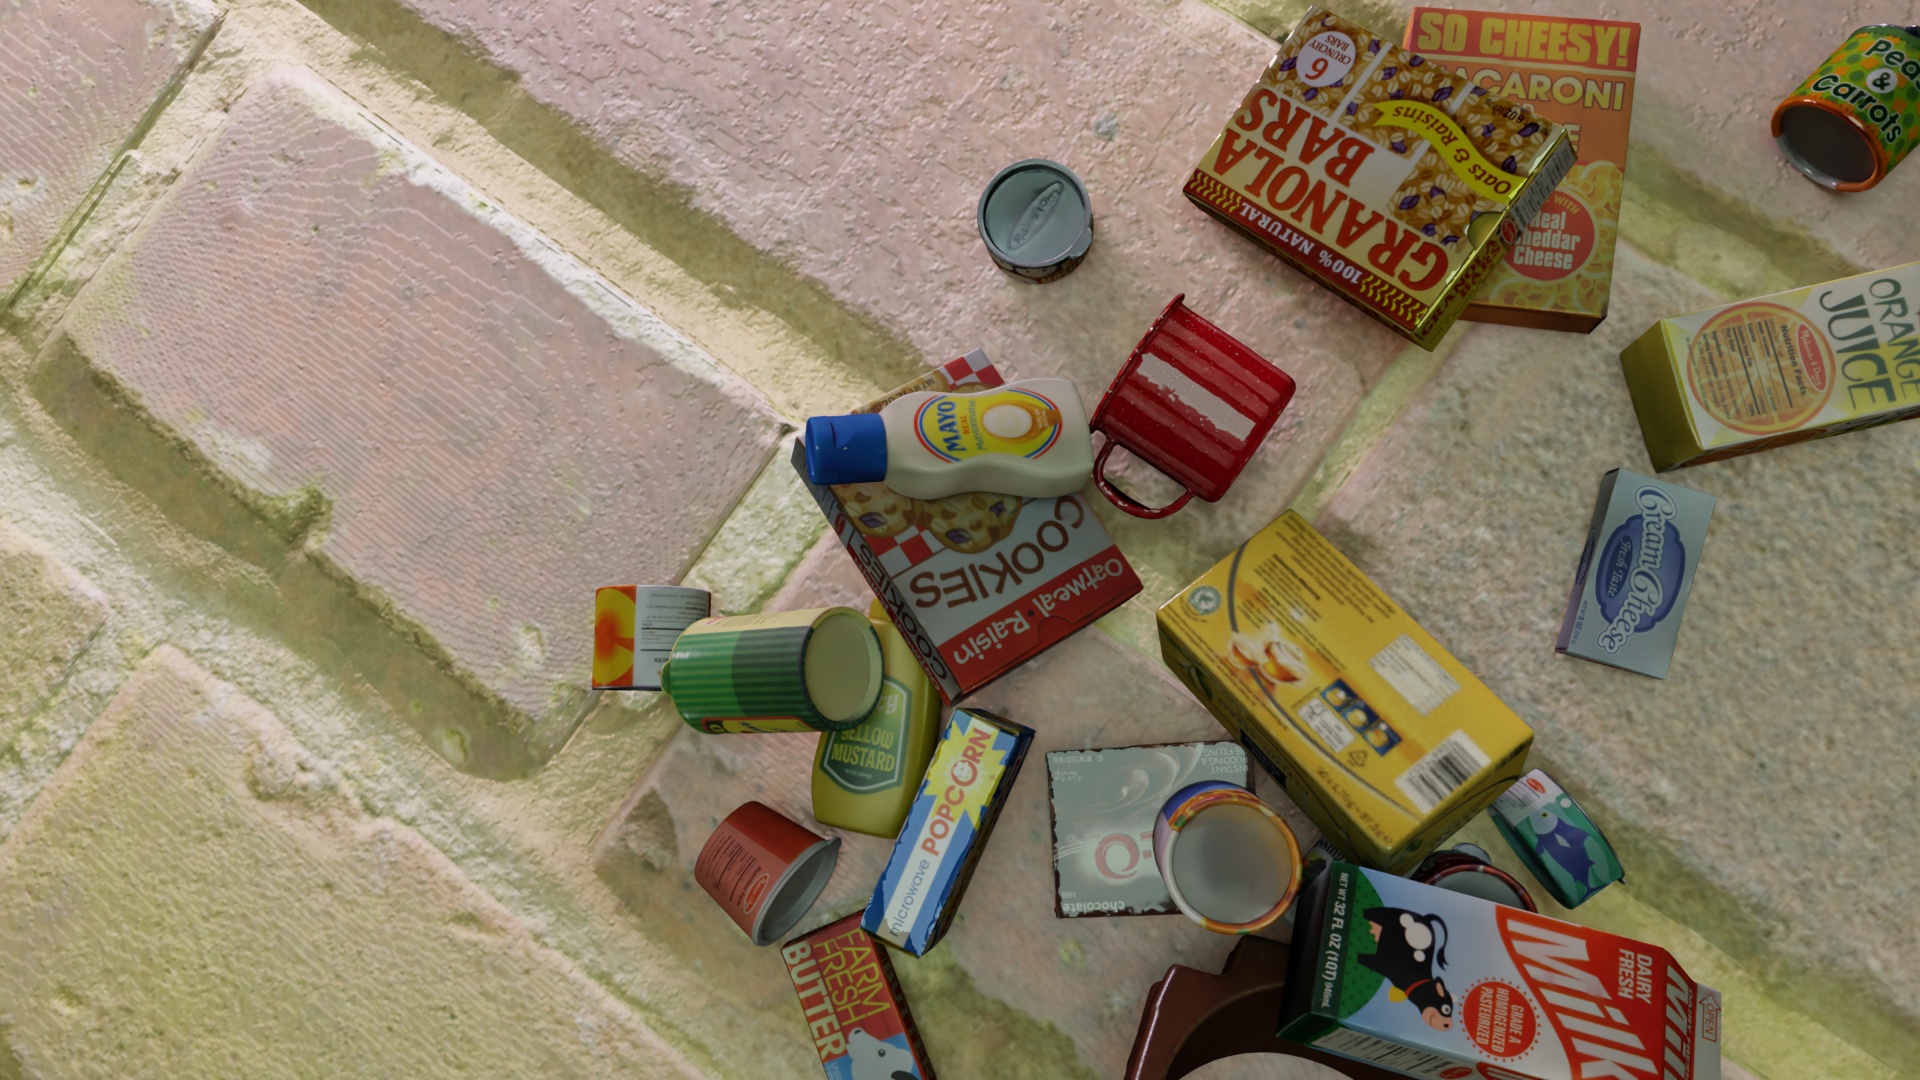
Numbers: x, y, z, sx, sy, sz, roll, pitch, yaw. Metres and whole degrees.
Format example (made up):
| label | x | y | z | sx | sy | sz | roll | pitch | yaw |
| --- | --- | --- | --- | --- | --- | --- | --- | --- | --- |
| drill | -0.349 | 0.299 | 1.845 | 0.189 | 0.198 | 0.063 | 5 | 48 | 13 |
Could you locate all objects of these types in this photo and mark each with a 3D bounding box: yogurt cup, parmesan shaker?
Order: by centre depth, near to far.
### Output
| label | x | y | z | sx | sy | sz | roll | pitch | yaw |
| --- | --- | --- | --- | --- | --- | --- | --- | --- | --- |
| parmesan shaker | -0.101 | 0.072 | 0.748 | 0.103 | 0.071 | 0.071 | -7 | 80 | 39 |
| yogurt cup | -0.110 | 0.182 | 0.770 | 0.054 | 0.072 | 0.072 | 32 | 88 | 20 |

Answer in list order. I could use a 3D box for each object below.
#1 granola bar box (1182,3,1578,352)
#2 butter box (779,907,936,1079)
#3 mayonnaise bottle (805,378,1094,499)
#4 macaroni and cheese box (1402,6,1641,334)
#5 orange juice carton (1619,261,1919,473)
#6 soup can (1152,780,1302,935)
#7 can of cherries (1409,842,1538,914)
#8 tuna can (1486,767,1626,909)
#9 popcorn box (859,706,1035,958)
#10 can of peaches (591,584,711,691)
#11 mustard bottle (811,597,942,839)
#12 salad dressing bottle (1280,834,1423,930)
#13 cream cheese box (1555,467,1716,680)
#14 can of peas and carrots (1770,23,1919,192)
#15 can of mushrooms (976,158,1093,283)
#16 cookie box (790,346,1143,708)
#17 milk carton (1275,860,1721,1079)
| label | x | y | z | sx | sy | sz | roll | pitch | yaw |
| --- | --- | --- | --- | --- | --- | --- | --- | --- | --- |
| granola bar box | 0.220 | -0.198 | 0.748 | 0.166 | 0.039 | 0.124 | 42 | 102 | 31 |
| butter box | -0.057 | 0.262 | 0.769 | 0.053 | 0.024 | 0.103 | -23 | 79 | 6 |
| mayonnaise bottle | -0.006 | -0.051 | 0.737 | 0.148 | 0.041 | 0.065 | -4 | 65 | -15 |
| macaroni and cheese box | 0.300 | -0.206 | 0.774 | 0.124 | 0.040 | 0.166 | 9 | 84 | 10 |
| orange juice carton | 0.458 | -0.095 | 0.718 | 0.193 | 0.072 | 0.073 | -13 | 81 | 7 |
| soup can | 0.133 | 0.154 | 0.688 | 0.071 | 0.083 | 0.071 | 0 | 84 | 5 |
| can of cherries | 0.258 | 0.193 | 0.714 | 0.071 | 0.058 | 0.071 | -1 | 83 | 9 |
| tuna can | 0.304 | 0.154 | 0.709 | 0.033 | 0.071 | 0.071 | -36 | 79 | 4 |
| popcorn box | -0.005 | 0.153 | 0.746 | 0.038 | 0.085 | 0.126 | 24 | 87 | 12 |
| can of peaches | -0.178 | 0.057 | 0.797 | 0.071 | 0.071 | 0.058 | -1 | 83 | 9 |
| mustard bottle | -0.041 | 0.084 | 0.779 | 0.065 | 0.049 | 0.160 | 8 | 82 | 15 |
| salad dressing bottle | 0.225 | 0.149 | 0.727 | 0.044 | 0.064 | 0.148 | 42 | 82 | 1 |
| cream cheese box | 0.360 | 0.018 | 0.741 | 0.053 | 0.024 | 0.104 | 17 | 85 | 9 |
| can of peas and carrots | 0.478 | -0.229 | 0.734 | 0.058 | 0.071 | 0.071 | -44 | 78 | 2 |
| can of mushrooms | 0.046 | -0.185 | 0.812 | 0.071 | 0.033 | 0.071 | -1 | 81 | 8 |
| cookie box | 0.003 | -0.010 | 0.768 | 0.123 | 0.040 | 0.167 | -29 | 77 | -21 |
| milk carton | 0.250 | 0.213 | 0.634 | 0.191 | 0.073 | 0.072 | 15 | 62 | 6 |
